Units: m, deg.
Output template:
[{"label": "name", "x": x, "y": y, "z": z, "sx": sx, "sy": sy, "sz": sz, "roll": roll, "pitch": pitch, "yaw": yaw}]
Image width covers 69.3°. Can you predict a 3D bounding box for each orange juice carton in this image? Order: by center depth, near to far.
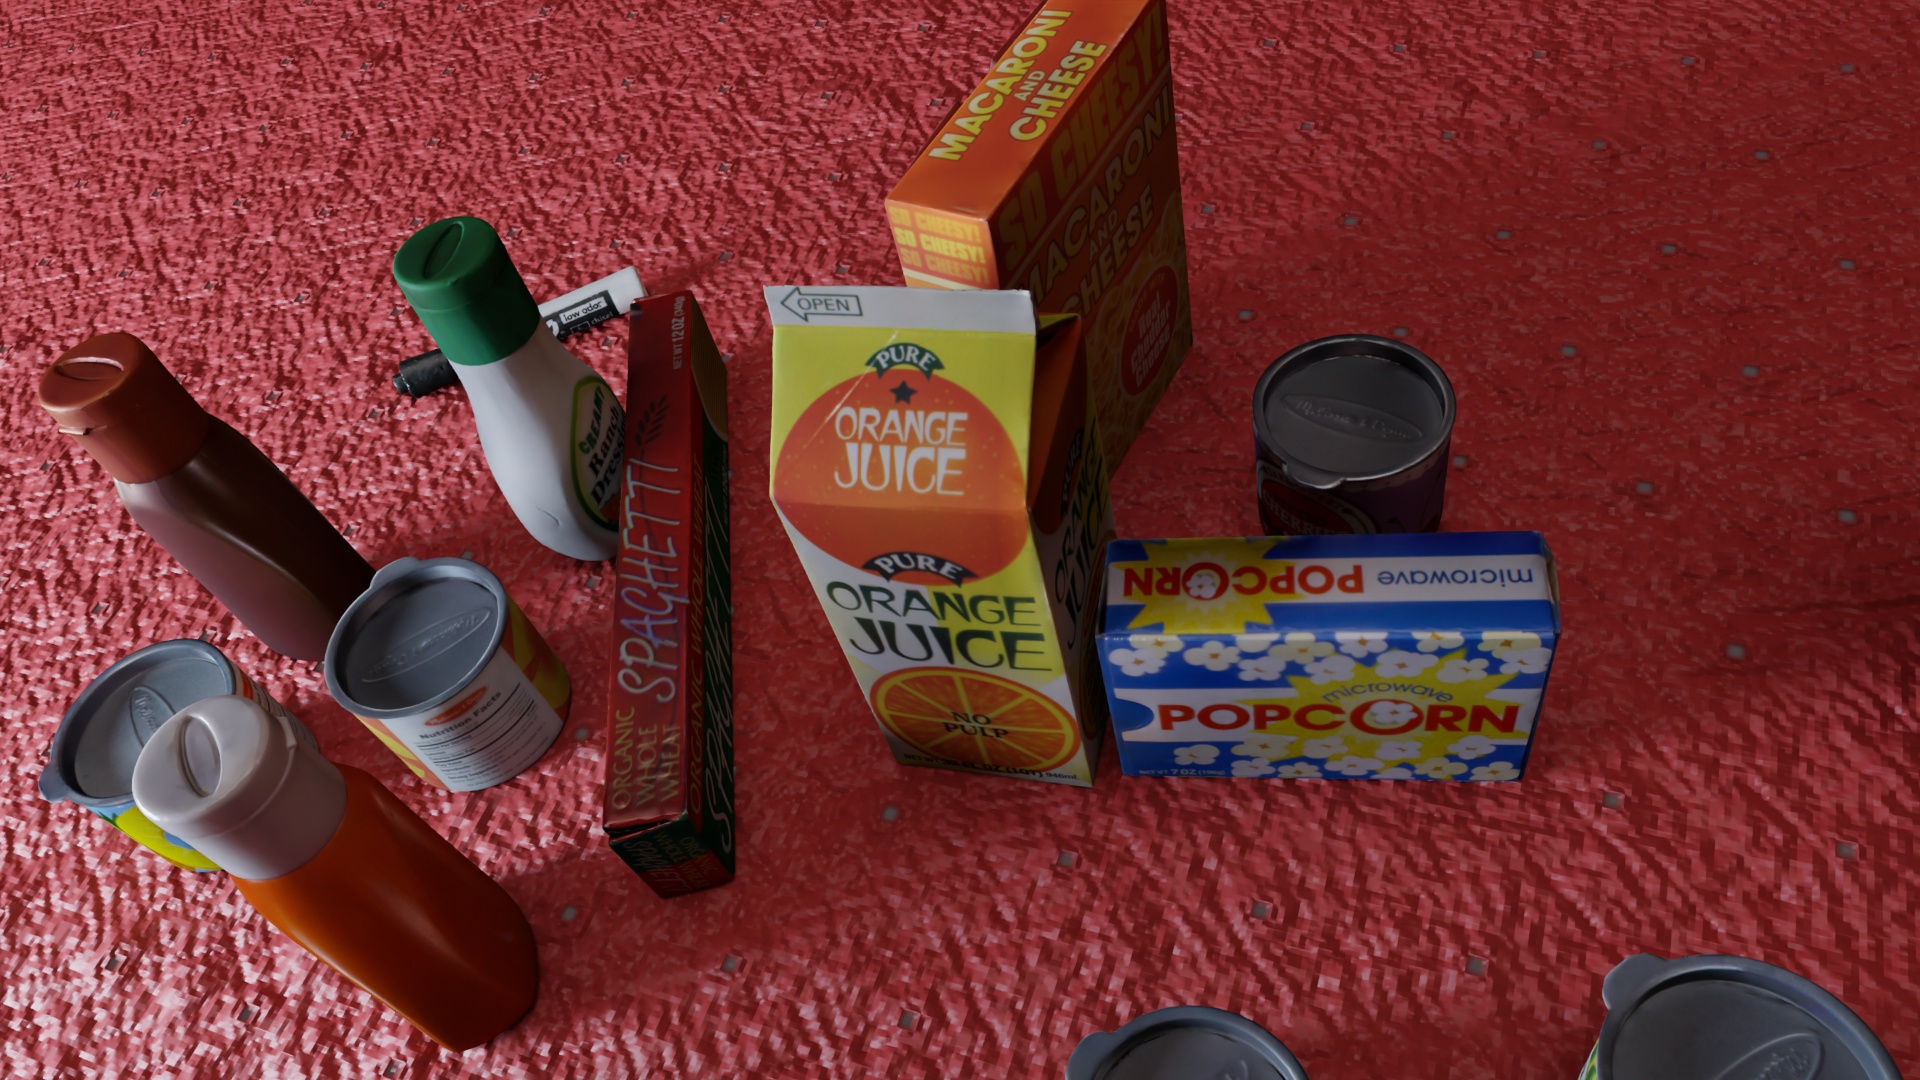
[{"label": "orange juice carton", "x": 0.001, "y": -0.005, "z": 0.414, "sx": 0.072, "sy": 0.191, "sz": 0.073, "roll": 4, "pitch": 54, "yaw": 16}]

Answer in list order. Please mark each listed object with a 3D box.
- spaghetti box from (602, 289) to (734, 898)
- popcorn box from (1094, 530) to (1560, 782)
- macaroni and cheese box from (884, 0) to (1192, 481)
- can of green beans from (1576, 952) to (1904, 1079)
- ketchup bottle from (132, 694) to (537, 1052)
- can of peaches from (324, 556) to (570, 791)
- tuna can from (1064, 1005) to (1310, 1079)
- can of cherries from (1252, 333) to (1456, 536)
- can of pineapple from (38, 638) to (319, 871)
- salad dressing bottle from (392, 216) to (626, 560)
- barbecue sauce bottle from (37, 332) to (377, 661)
[{"label": "spaghetti box", "x": -0.107, "y": 0.008, "z": 0.520, "sx": 0.029, "sy": 0.050, "sz": 0.251, "roll": -12, "pitch": 51, "yaw": 4}, {"label": "popcorn box", "x": 0.109, "y": 0.037, "z": 0.424, "sx": 0.127, "sy": 0.084, "sz": 0.038, "roll": -1, "pitch": 53, "yaw": 12}, {"label": "macaroni and cheese box", "x": 0.035, "y": -0.091, "z": 0.489, "sx": 0.040, "sy": 0.165, "sz": 0.124, "roll": 19, "pitch": 60, "yaw": 25}, {"label": "can of green beans", "x": 0.187, "y": 0.144, "z": 0.341, "sx": 0.071, "sy": 0.057, "sz": 0.071, "roll": -6, "pitch": 52, "yaw": 8}, {"label": "ketchup bottle", "x": -0.176, "y": 0.097, "z": 0.404, "sx": 0.043, "sy": 0.148, "sz": 0.065, "roll": -33, "pitch": 53, "yaw": -12}, {"label": "can of peaches", "x": -0.183, "y": 0.047, "z": 0.502, "sx": 0.071, "sy": 0.057, "sz": 0.071, "roll": -6, "pitch": 52, "yaw": 8}, {"label": "tuna can", "x": 0.062, "y": 0.161, "z": 0.373, "sx": 0.071, "sy": 0.032, "sz": 0.071, "roll": -6, "pitch": 52, "yaw": 8}, {"label": "can of cherries", "x": 0.134, "y": -0.027, "z": 0.485, "sx": 0.071, "sy": 0.058, "sz": 0.072, "roll": -6, "pitch": 52, "yaw": 8}, {"label": "can of pineapple", "x": -0.278, "y": 0.079, "z": 0.500, "sx": 0.071, "sy": 0.057, "sz": 0.071, "roll": -6, "pitch": 52, "yaw": 8}, {"label": "salad dressing bottle", "x": -0.158, "y": -0.052, "z": 0.516, "sx": 0.044, "sy": 0.147, "sz": 0.064, "roll": 0, "pitch": 53, "yaw": 14}, {"label": "barbecue sauce bottle", "x": -0.271, "y": -0.012, "z": 0.510, "sx": 0.065, "sy": 0.147, "sz": 0.044, "roll": 7, "pitch": 55, "yaw": 19}]
